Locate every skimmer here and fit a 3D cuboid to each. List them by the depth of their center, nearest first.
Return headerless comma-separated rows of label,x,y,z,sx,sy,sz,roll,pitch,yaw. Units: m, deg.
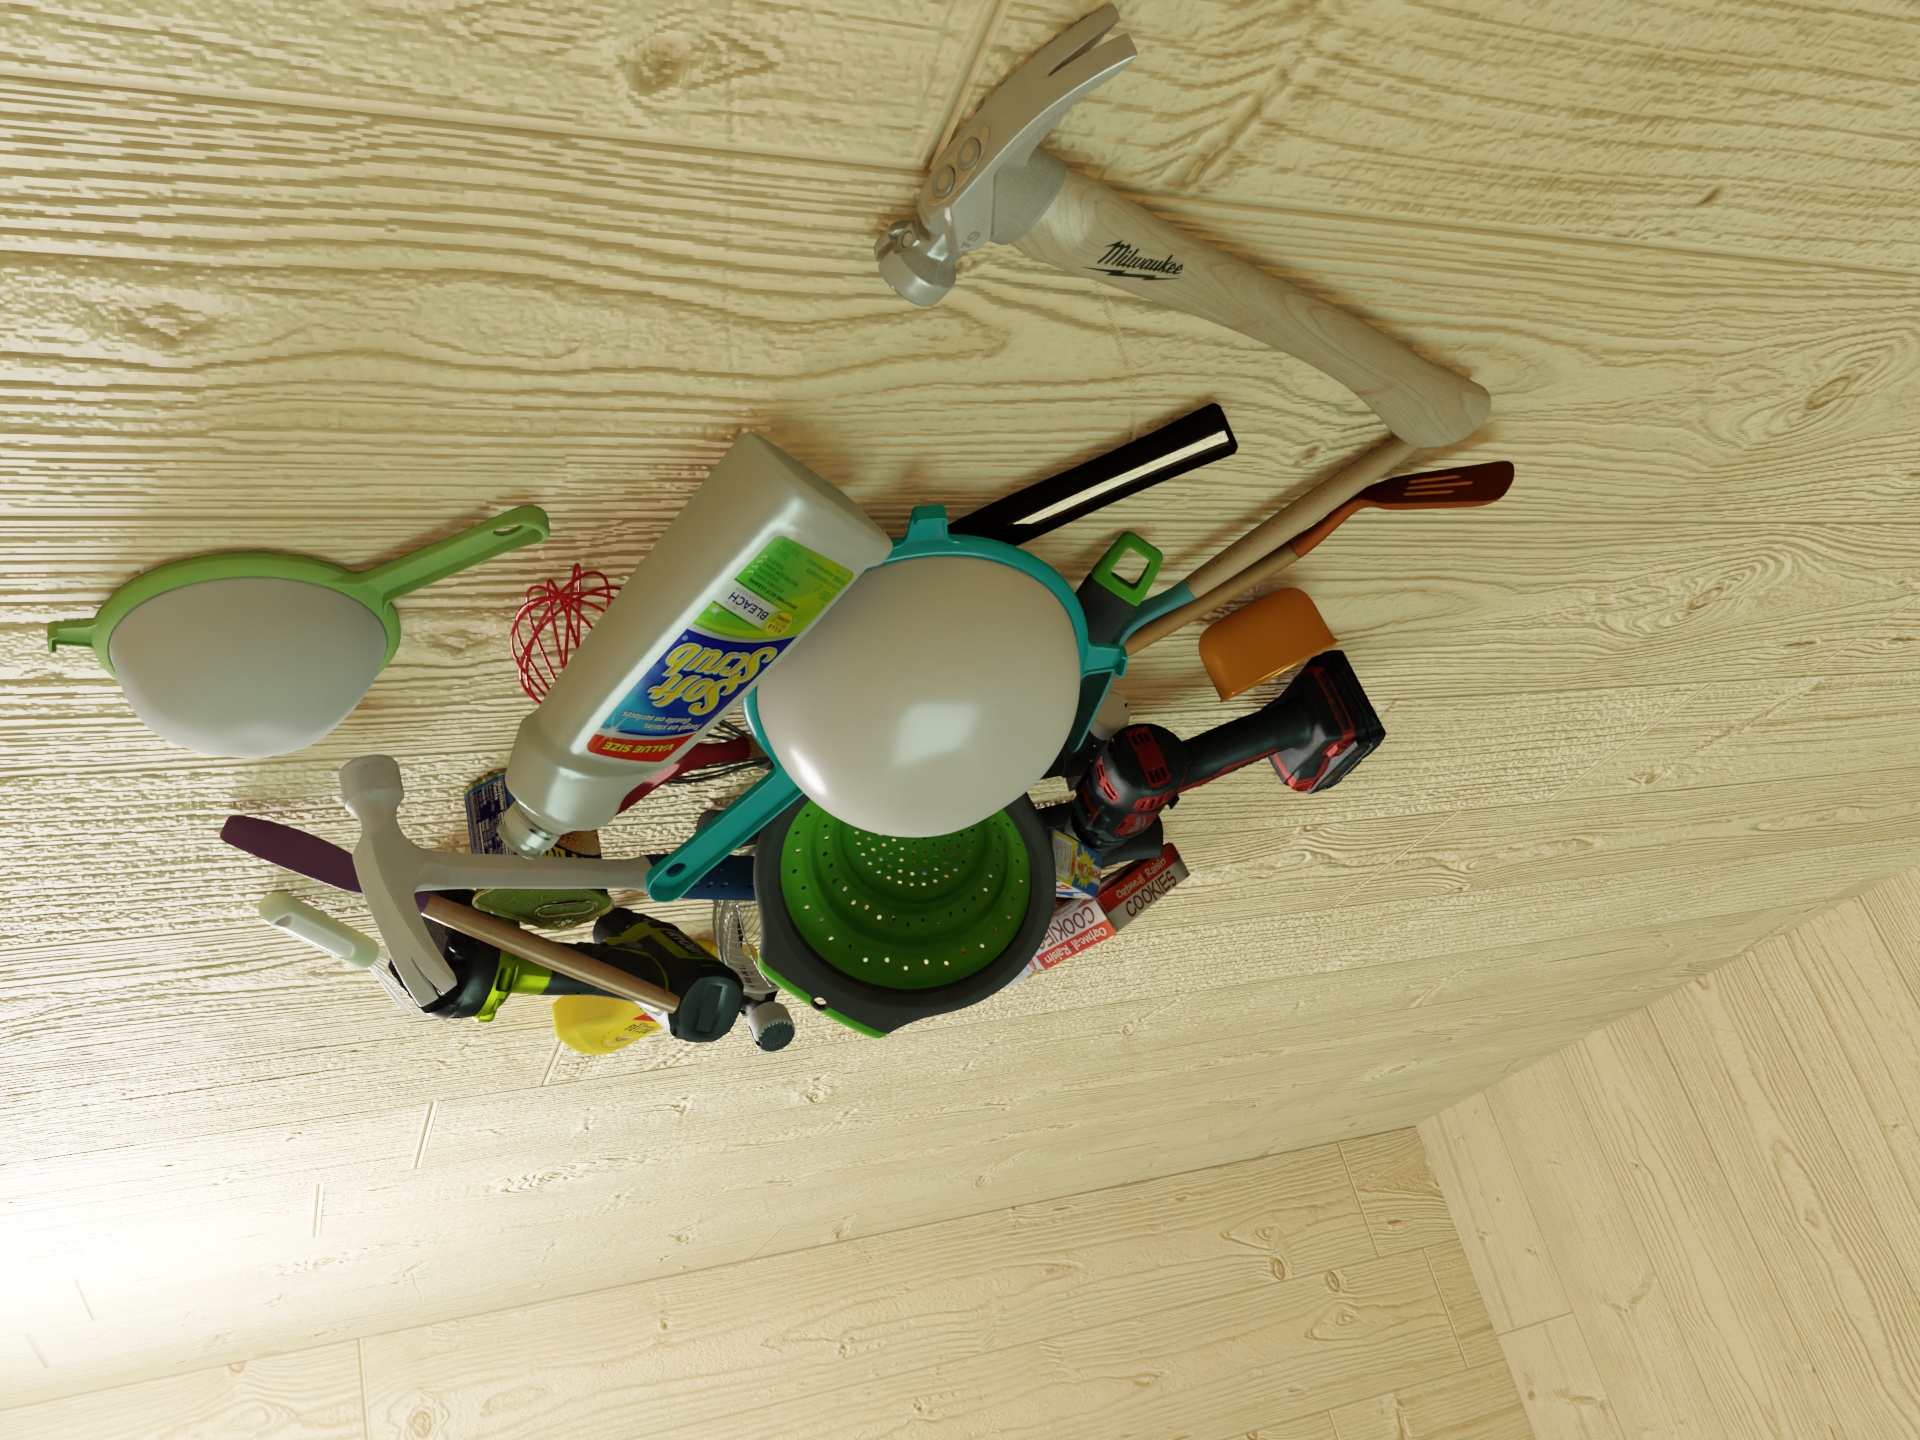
skimmer,-0.025,0.122,1.290,0.363,0.090,0.127,-14,112,-13

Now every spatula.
spatula,0.176,-0.095,1.025,0.317,0.082,0.044,-34,127,24
spatula,0.205,-0.094,1.045,0.322,0.041,0.081,-30,-170,32
spatula,-0.330,0.131,1.054,0.315,0.060,0.018,27,102,-20

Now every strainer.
strainer,-0.322,-0.038,0.824,0.256,0.069,0.151,-20,154,12
strainer,-0.064,0.037,0.943,0.340,0.095,0.210,-38,134,20

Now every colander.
colander,0.009,0.032,1.081,0.204,0.094,0.397,32,108,-8

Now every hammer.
hammer,0.156,-0.212,0.793,0.410,0.038,0.146,9,143,-42
hammer,0.000,-0.104,0.923,0.331,0.031,0.130,-23,154,12
hammer,-0.216,0.108,1.053,0.035,0.144,0.405,-30,158,29
hammer,-0.037,0.057,1.217,0.334,0.035,0.146,-12,153,-8
hammer,-0.006,0.157,1.369,0.409,0.149,0.036,-18,128,-16

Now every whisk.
whisk,-0.230,-0.008,0.954,0.073,0.073,0.295,-8,158,-16
whisk,-0.132,0.019,1.083,0.238,0.055,0.055,6,147,-46
whisk,-0.450,0.182,1.217,0.058,0.059,0.246,-30,148,2

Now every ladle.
ladle,-0.117,0.013,1.028,0.315,0.031,0.069,-12,140,-39

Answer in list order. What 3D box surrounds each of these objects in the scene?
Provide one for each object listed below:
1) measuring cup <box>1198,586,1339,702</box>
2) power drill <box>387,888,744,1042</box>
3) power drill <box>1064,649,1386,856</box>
measuring cup,0.228,-0.063,1.130,0.095,0.052,0.173,-30,175,31
power drill,-0.298,0.174,1.190,0.228,0.080,0.191,15,-176,-38
power drill,0.189,0.038,1.218,0.226,0.080,0.187,-17,161,-18
